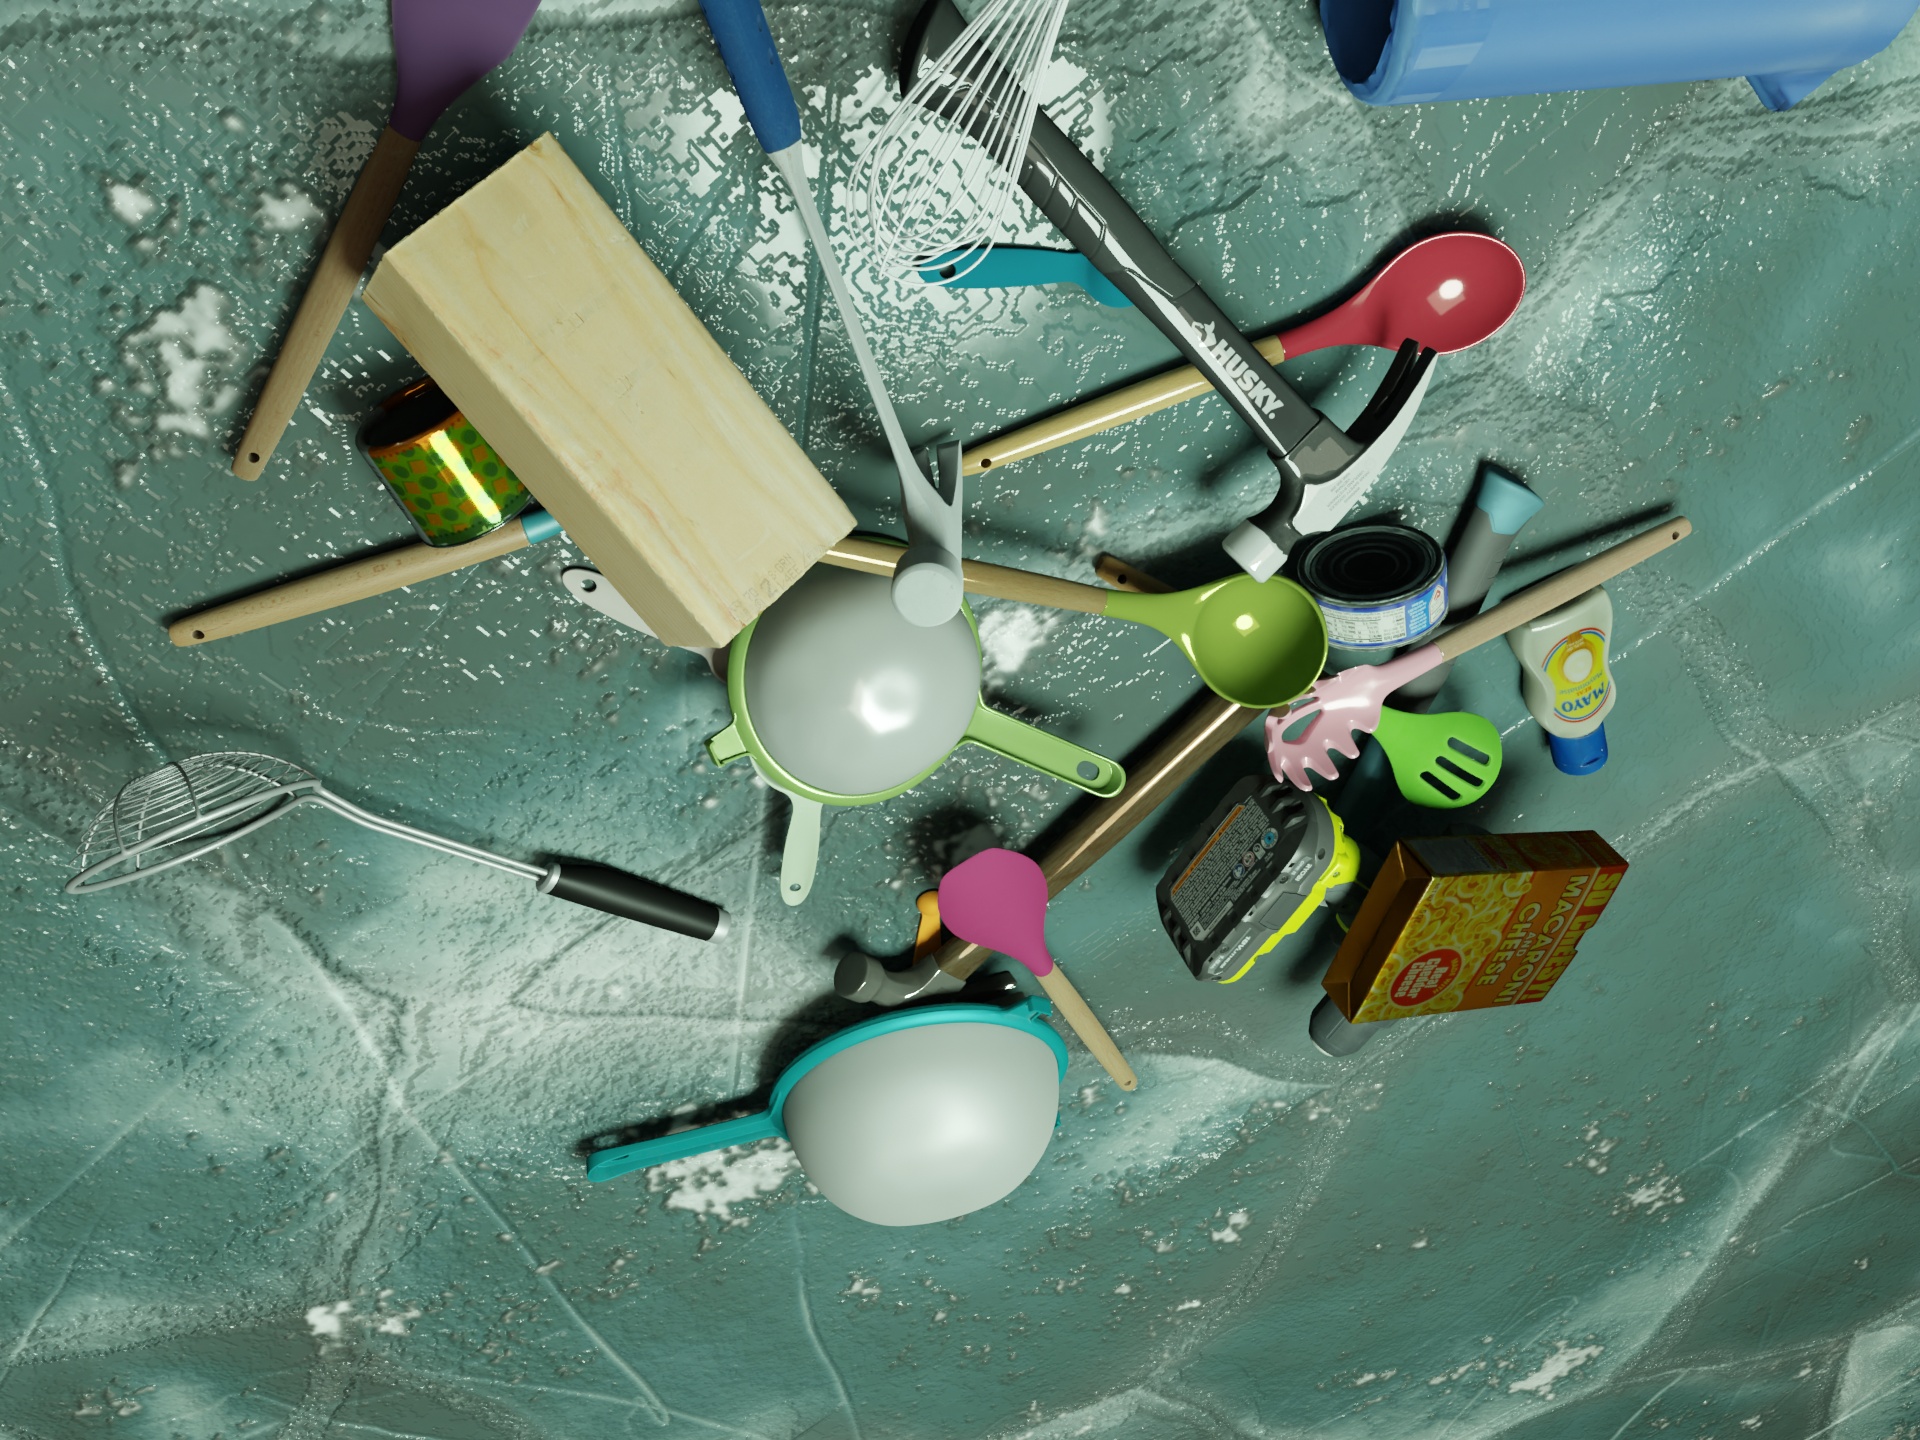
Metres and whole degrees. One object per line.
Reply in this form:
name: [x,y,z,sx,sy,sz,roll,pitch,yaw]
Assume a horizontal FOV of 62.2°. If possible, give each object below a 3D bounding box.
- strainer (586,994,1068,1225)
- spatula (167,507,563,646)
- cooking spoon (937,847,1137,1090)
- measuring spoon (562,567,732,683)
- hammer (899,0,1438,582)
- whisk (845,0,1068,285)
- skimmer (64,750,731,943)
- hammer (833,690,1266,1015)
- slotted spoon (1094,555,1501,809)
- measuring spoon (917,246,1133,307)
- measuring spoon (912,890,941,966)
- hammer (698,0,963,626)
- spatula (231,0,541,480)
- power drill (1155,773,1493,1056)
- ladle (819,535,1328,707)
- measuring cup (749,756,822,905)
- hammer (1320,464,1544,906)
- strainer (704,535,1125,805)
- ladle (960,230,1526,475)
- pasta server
strainer: [-0.083,0.298,1.079,0.340,0.095,0.210,-12,142,-4]
spatula: [-0.244,-0.085,0.799,0.317,0.044,0.082,-18,126,-2]
cooking spoon: [0.065,0.177,1.063,0.069,0.017,0.318,-32,136,2]
measuring spoon: [-0.160,-0.056,0.869,0.124,0.018,0.034,27,115,-24]
hammer: [0.098,-0.220,0.780,0.334,0.035,0.146,39,101,-27]
whisk: [0.036,-0.314,0.676,0.070,0.070,0.284,27,97,-31]
skimmer: [-0.293,0.099,0.893,0.363,0.090,0.127,23,149,-32]
hammer: [0.073,0.087,1.025,0.331,0.031,0.129,-44,134,14]
slotted spoon: [0.211,-0.022,0.964,0.313,0.031,0.070,27,108,-19]
measuring spoon: [0.043,-0.223,0.795,0.128,0.021,0.042,-5,127,-15]
measuring spoon: [-0.021,0.161,1.071,0.021,0.011,0.116,-5,127,-13]
hammer: [-0.074,-0.244,0.700,0.035,0.144,0.405,-15,121,11]
spatula: [-0.257,-0.237,0.698,0.059,0.018,0.316,23,115,-29]
power drill: [0.243,0.135,1.048,0.228,0.080,0.190,20,116,-33]
ladle: [0.057,-0.064,0.851,0.320,0.062,0.078,9,110,-24]
measuring cup: [-0.093,0.038,0.943,0.083,0.038,0.167,-1,128,-16]
hammer: [0.288,-0.011,1.023,0.128,0.033,0.330,3,124,-20]
strainer: [-0.001,-0.003,0.878,0.256,0.069,0.151,23,90,-26]
ladle: [0.147,-0.189,0.851,0.315,0.031,0.069,-20,124,1]
pasta server: [0.311,-0.050,0.951,0.316,0.040,0.060,-26,117,-10]
